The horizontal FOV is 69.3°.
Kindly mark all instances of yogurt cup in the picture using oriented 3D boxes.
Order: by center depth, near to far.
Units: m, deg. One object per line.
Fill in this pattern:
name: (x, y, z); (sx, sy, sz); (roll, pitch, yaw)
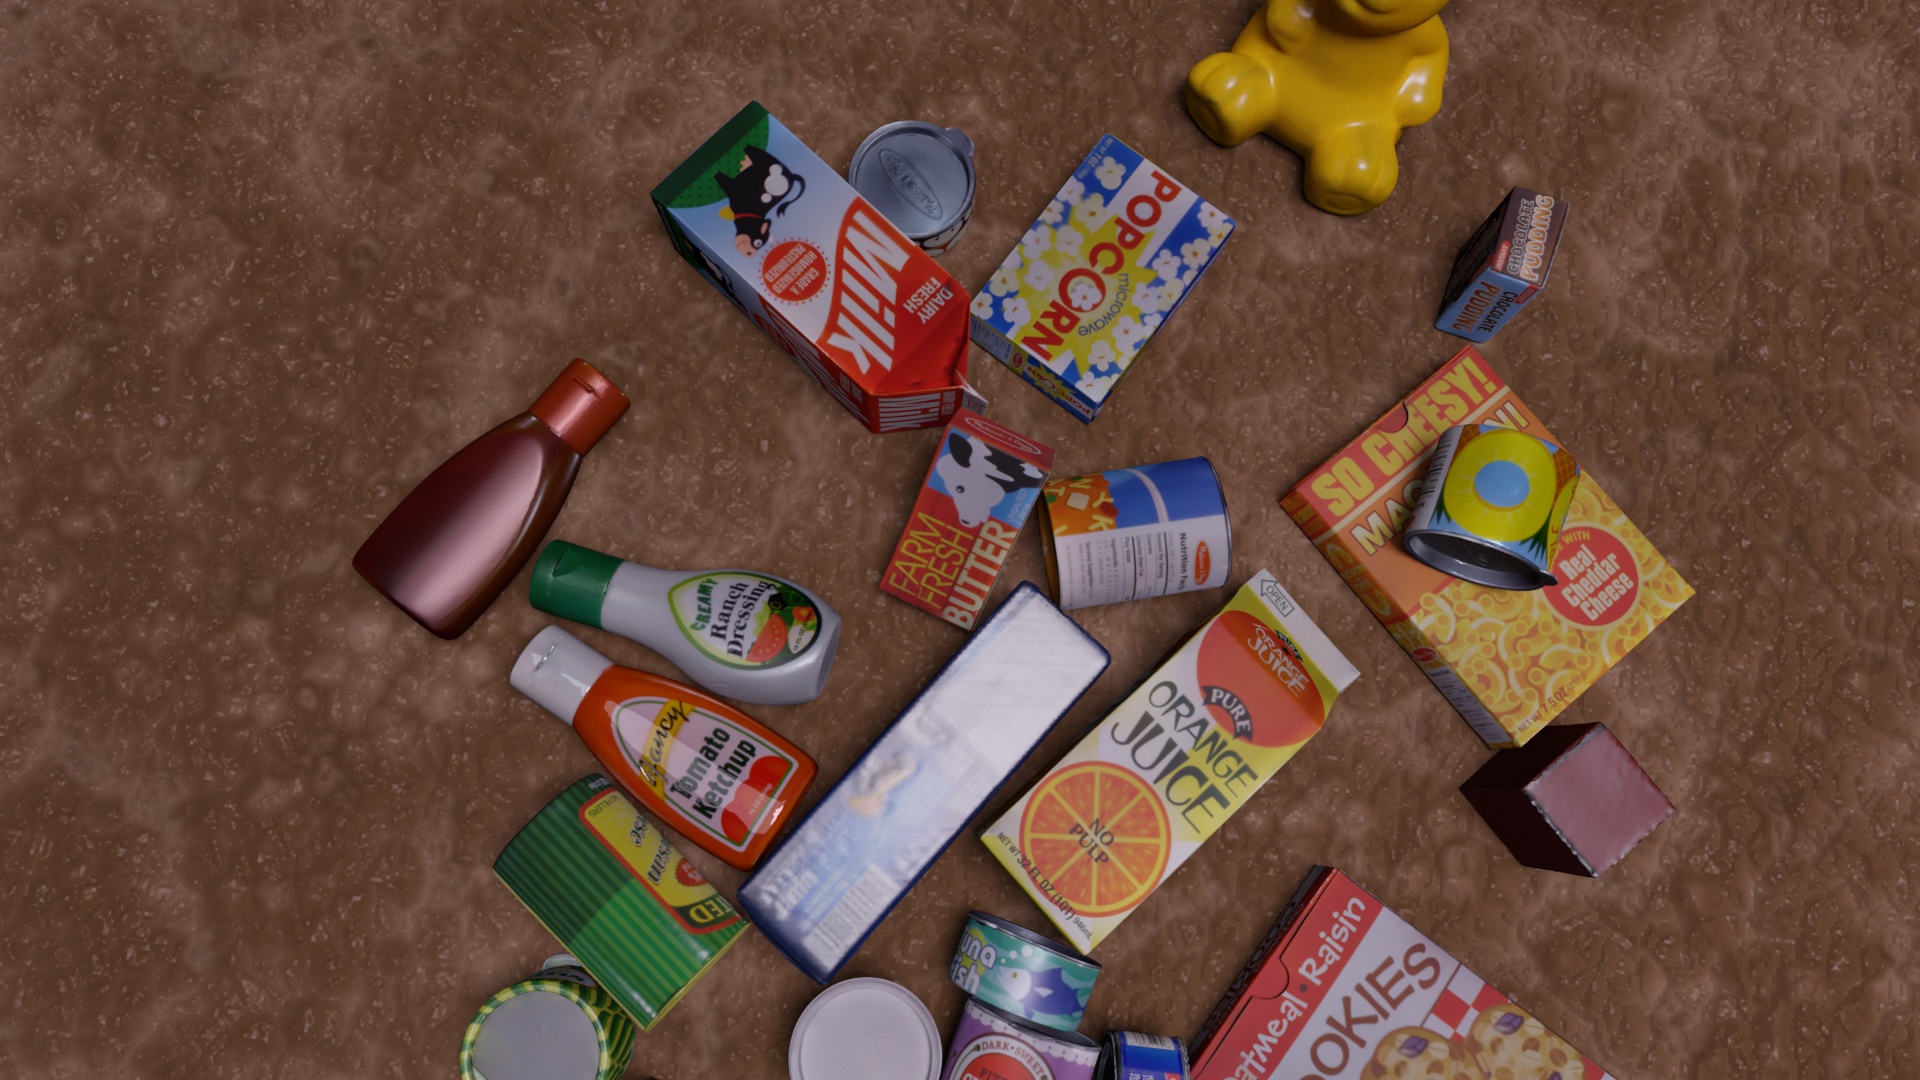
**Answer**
yogurt cup: (-0.043, 0.234, 0.641); (0.072, 0.054, 0.072); (0, 79, -2)

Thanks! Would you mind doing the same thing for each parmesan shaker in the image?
parmesan shaker: (-0.157, 0.166, 0.641); (0.103, 0.071, 0.071); (44, 81, 6)

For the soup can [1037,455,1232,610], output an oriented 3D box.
soup can: (0.084, -0.005, 0.688); (0.084, 0.071, 0.071); (-8, 80, -3)

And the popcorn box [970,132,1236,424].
popcorn box: (0.072, -0.137, 0.725); (0.085, 0.038, 0.127); (37, 80, 4)

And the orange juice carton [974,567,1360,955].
orange juice carton: (0.101, 0.102, 0.662); (0.193, 0.073, 0.072); (-41, 83, -9)

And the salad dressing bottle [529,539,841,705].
salad dressing bottle: (-0.134, 0.037, 0.679); (0.148, 0.043, 0.064); (16, 57, 3)

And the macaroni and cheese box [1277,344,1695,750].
macaroni and cheese box: (0.265, 0.002, 0.705); (0.124, 0.040, 0.166); (-38, 83, -9)

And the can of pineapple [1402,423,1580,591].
can of pineapple: (0.251, -0.015, 0.652); (0.071, 0.071, 0.058); (22, 79, 2)

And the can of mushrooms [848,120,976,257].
can of mushrooms: (-0.023, -0.185, 0.734); (0.071, 0.033, 0.071); (0, 79, -2)

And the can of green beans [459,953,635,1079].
can of green beans: (-0.187, 0.231, 0.634); (0.071, 0.057, 0.071); (0, 79, -2)

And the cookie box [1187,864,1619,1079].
cookie box: (0.205, 0.253, 0.653); (0.167, 0.040, 0.123); (37, 80, 5)

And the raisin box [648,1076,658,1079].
raisin box: (-0.097, 0.286, 0.612); (0.123, 0.086, 0.040); (26, 75, 3)

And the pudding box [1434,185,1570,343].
pudding box: (0.276, -0.139, 0.711); (0.030, 0.083, 0.050); (20, 80, 4)

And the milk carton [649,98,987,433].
milk carton: (-0.059, -0.123, 0.700); (0.190, 0.072, 0.073); (43, 80, 6)

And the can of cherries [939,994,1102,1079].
can of cherries: (0.023, 0.247, 0.632); (0.071, 0.071, 0.058); (20, 80, 2)

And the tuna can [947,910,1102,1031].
tuna can: (0.027, 0.198, 0.643); (0.071, 0.071, 0.033); (22, 80, 2)

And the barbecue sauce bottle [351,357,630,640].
barbecue sauce bottle: (-0.226, -0.025, 0.690); (0.065, 0.043, 0.149); (39, 80, 5)

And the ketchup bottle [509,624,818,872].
ketchup bottle: (-0.145, 0.095, 0.669); (0.149, 0.043, 0.065); (32, 74, 5)

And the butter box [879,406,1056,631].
butter box: (0.002, -0.008, 0.675); (0.053, 0.024, 0.103); (26, 121, 2)
